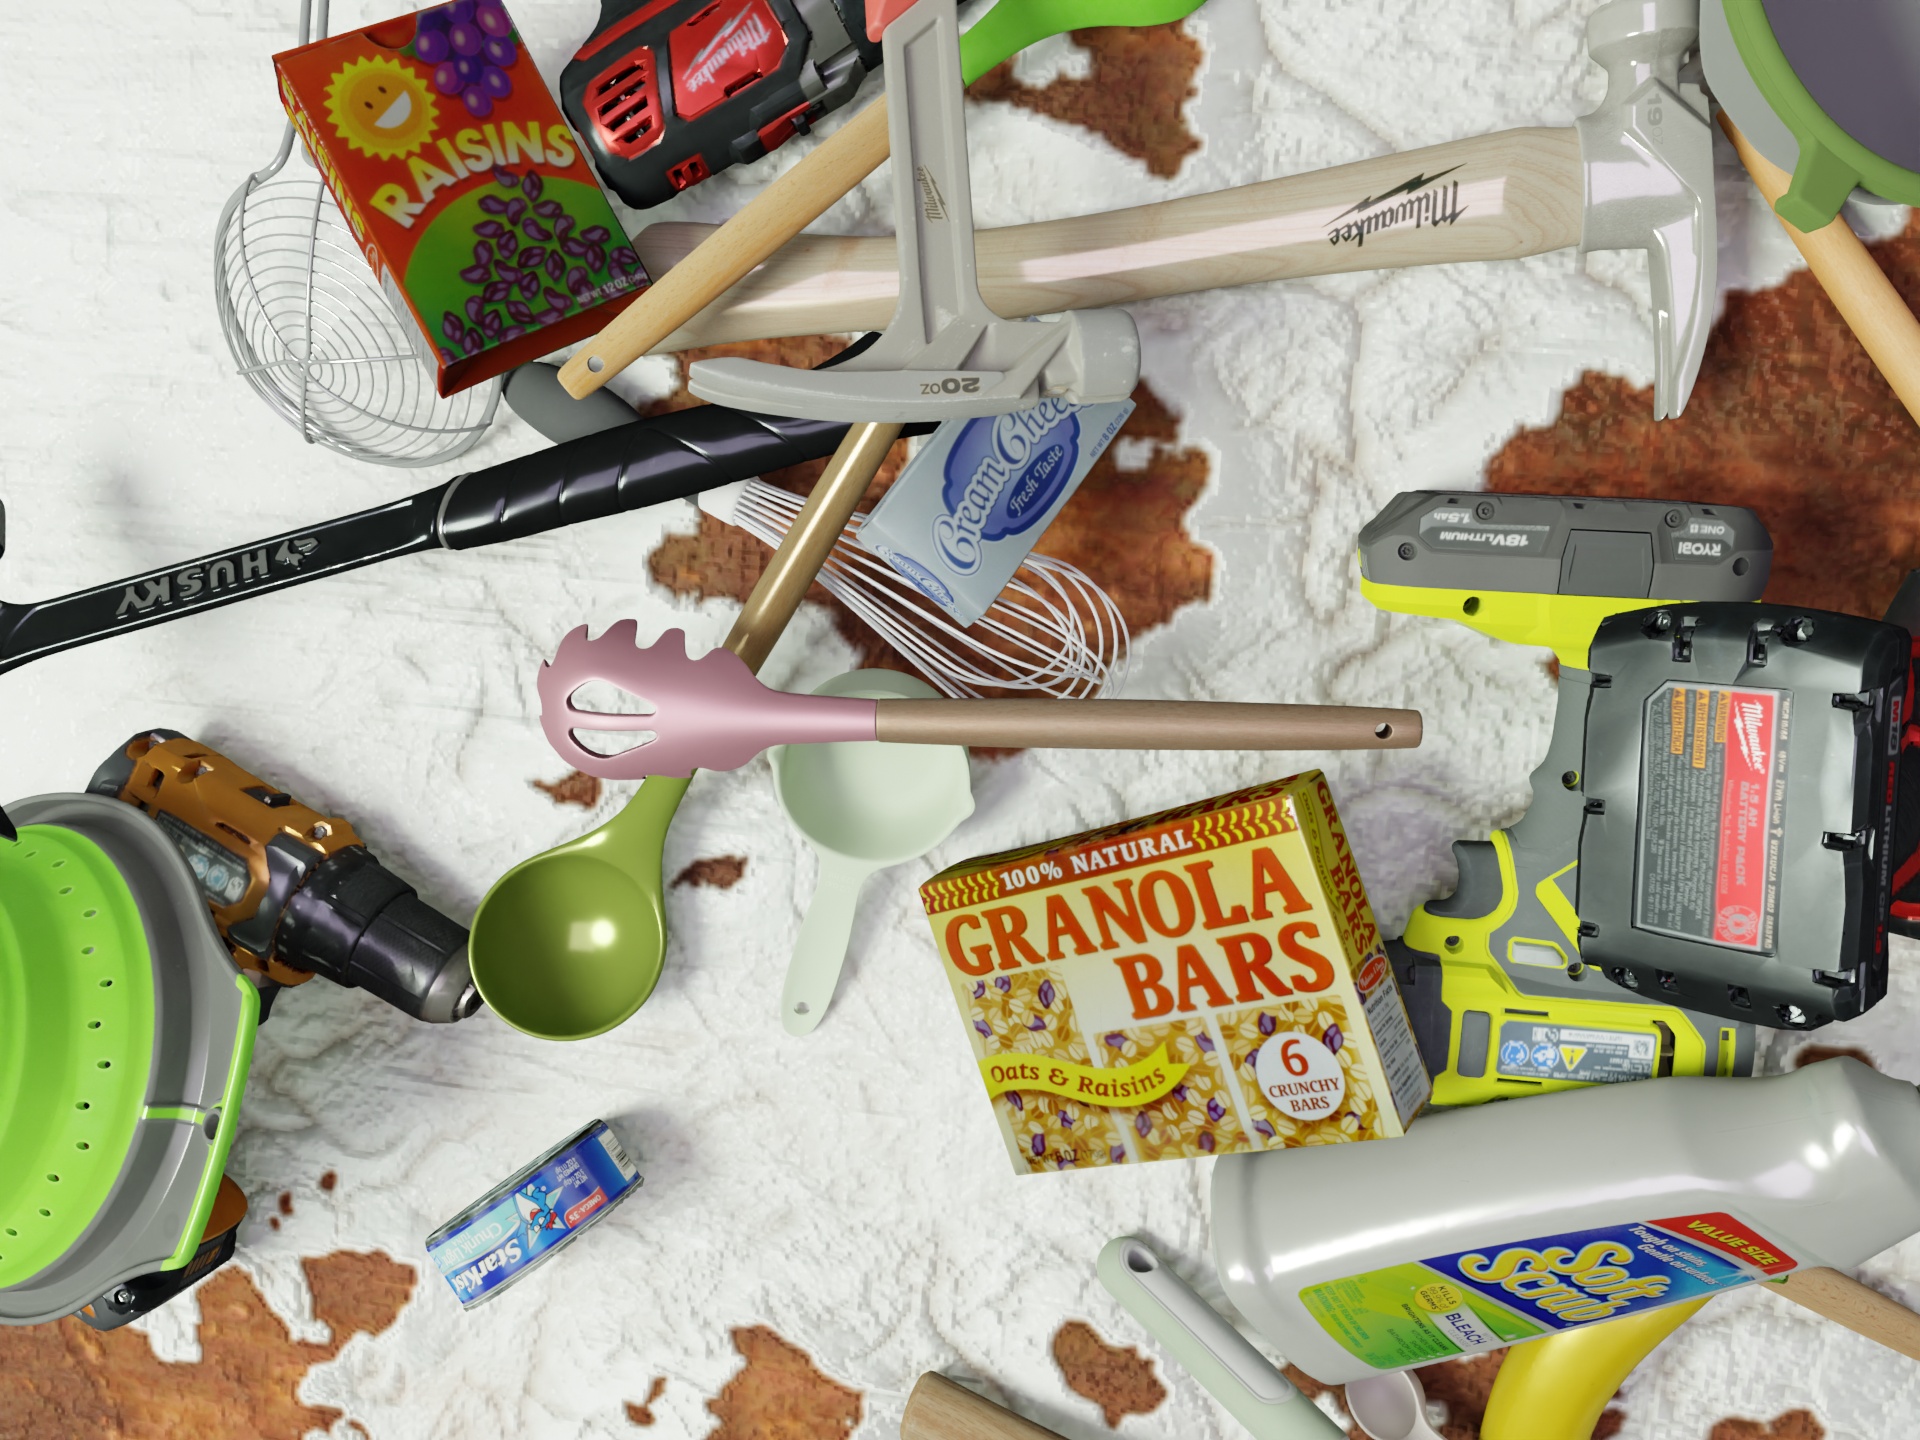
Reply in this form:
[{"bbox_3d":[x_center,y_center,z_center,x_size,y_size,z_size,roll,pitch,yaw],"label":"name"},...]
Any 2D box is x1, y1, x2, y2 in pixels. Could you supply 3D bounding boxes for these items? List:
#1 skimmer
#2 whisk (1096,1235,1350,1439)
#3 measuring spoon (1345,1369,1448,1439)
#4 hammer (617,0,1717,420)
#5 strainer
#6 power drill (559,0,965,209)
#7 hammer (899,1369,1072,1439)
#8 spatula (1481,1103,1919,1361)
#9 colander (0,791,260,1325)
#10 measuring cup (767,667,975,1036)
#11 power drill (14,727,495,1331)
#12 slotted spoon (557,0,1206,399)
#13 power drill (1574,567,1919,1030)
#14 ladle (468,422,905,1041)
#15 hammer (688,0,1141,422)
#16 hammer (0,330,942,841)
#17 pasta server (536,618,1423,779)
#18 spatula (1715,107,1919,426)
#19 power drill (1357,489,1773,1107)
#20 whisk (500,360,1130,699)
[{"bbox_3d":[-0.240,-0.290,0.646,0.127,0.090,0.363,-1,85,20],"label":"skimmer"},{"bbox_3d":[0.142,0.279,0.586,0.247,0.058,0.059,38,126,31],"label":"whisk"},{"bbox_3d":[0.199,0.290,0.605,0.124,0.018,0.034,39,118,39],"label":"measuring spoon"},{"bbox_3d":[0.064,-0.167,0.601,0.410,0.038,0.146,-4,96,11],"label":"hammer"},{"bbox_3d":[0.277,-0.280,0.529,0.151,0.069,0.256,-18,88,-17],"label":"strainer"},{"bbox_3d":[-0.099,-0.330,0.594,0.188,0.080,0.226,-29,94,5],"label":"power drill"},{"bbox_3d":[0.130,0.342,0.628,0.331,0.031,0.130,19,118,14],"label":"hammer"},{"bbox_3d":[0.336,0.224,0.588,0.317,0.044,0.082,26,119,8],"label":"spatula"},{"bbox_3d":[-0.450,0.110,0.631,0.397,0.094,0.204,10,84,29],"label":"colander"},{"bbox_3d":[-0.046,0.055,0.647,0.083,0.038,0.167,16,116,-5],"label":"measuring cup"},{"bbox_3d":[-0.317,0.141,0.680,0.185,0.084,0.226,28,95,6],"label":"power drill"},{"bbox_3d":[-0.022,-0.219,0.580,0.314,0.031,0.070,-39,105,1],"label":"slotted spoon"},{"bbox_3d":[0.285,0.011,0.502,0.079,0.219,0.143,8,101,48],"label":"power drill"},{"bbox_3d":[-0.096,-0.002,0.603,0.078,0.062,0.320,32,114,-6],"label":"ladle"},{"bbox_3d":[-0.026,-0.279,0.539,0.149,0.037,0.359,-3,85,-12],"label":"hammer"},{"bbox_3d":[-0.207,-0.070,0.599,0.409,0.036,0.149,-15,68,3],"label":"hammer"},{"bbox_3d":[-0.001,-0.002,0.560,0.316,0.040,0.060,1,105,5],"label":"pasta server"},{"bbox_3d":[0.366,-0.088,0.550,0.041,0.081,0.323,-34,84,28],"label":"spatula"},{"bbox_3d":[0.200,0.031,0.578,0.171,0.080,0.223,4,100,9],"label":"power drill"},{"bbox_3d":[-0.064,-0.075,0.625,0.285,0.070,0.070,28,100,11],"label":"whisk"}]
